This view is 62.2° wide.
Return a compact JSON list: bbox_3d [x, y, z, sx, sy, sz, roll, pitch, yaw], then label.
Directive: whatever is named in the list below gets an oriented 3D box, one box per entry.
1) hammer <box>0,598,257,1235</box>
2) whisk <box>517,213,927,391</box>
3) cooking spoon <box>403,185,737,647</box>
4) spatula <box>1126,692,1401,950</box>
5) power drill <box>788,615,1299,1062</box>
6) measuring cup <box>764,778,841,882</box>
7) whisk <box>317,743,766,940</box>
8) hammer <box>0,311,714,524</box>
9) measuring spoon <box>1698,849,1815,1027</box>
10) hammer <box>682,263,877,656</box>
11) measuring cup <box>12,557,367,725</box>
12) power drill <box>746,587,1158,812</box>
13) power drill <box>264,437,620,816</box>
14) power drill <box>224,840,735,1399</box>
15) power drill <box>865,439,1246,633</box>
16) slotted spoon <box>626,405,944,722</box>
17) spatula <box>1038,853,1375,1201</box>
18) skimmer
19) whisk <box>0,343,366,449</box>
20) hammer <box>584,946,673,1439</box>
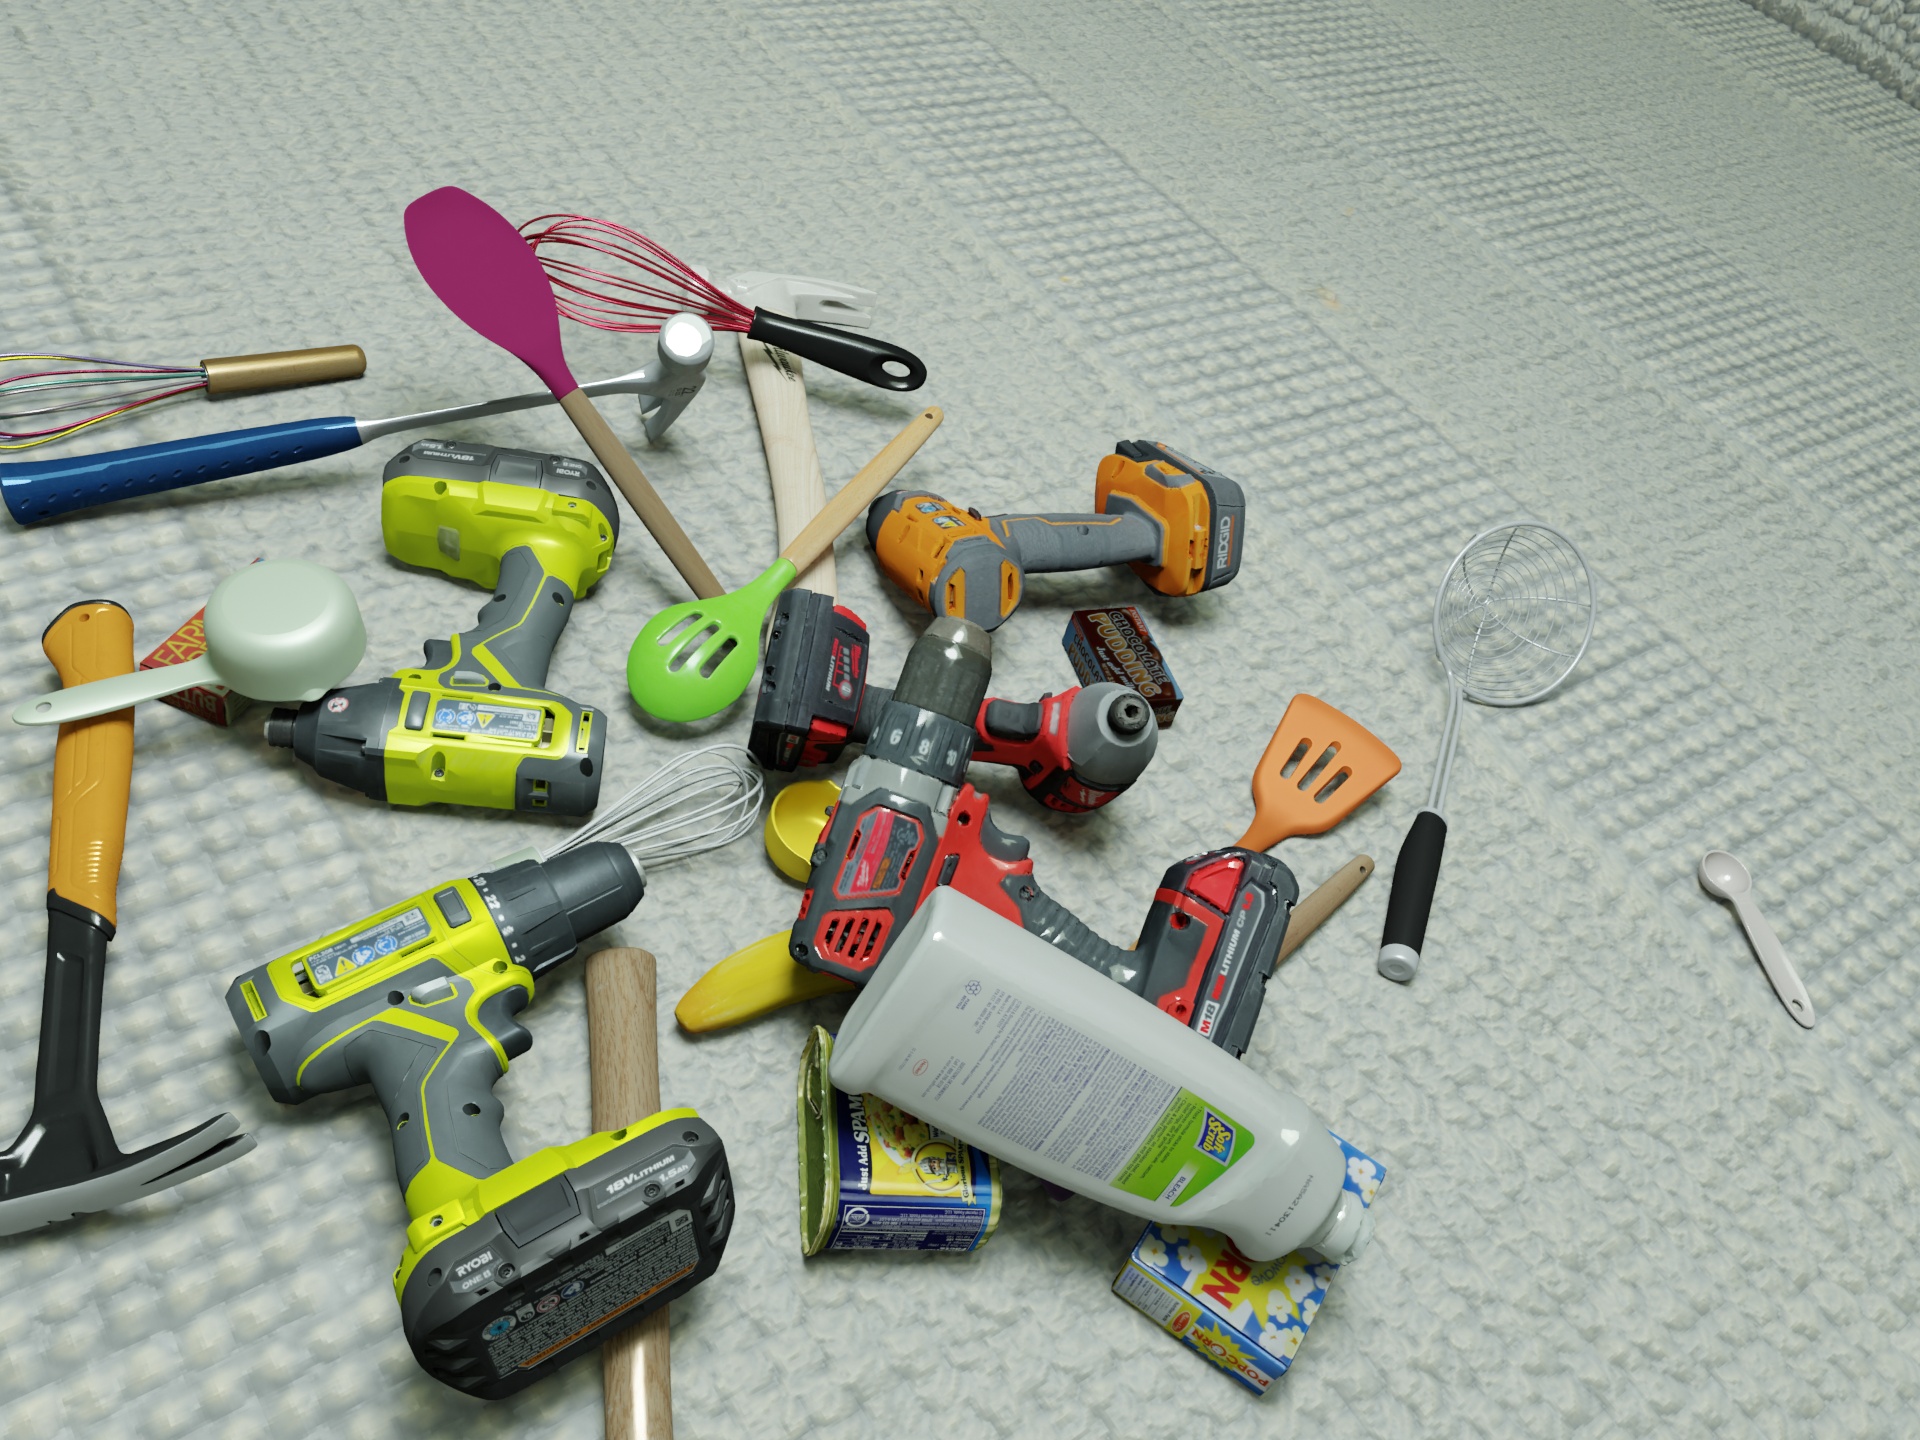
[{"bbox_3d":[-0.403,0.069,0.746,0.127,0.034,0.337,-14,53,-9],"label":"hammer"},{"bbox_3d":[-0.163,-0.280,1.098,0.295,0.073,0.073,15,45,-14],"label":"whisk"},{"bbox_3d":[-0.216,-0.170,0.938,0.069,0.017,0.318,-43,105,-33],"label":"cooking spoon"},{"bbox_3d":[0.148,0.087,0.913,0.081,0.041,0.322,38,47,17],"label":"spatula"},{"bbox_3d":[0.046,0.066,0.786,0.226,0.080,0.188,20,84,-2],"label":"power drill"},{"bbox_3d":[-0.036,0.080,0.887,0.156,0.029,0.062,20,45,-15],"label":"measuring cup"},{"bbox_3d":[-0.208,0.072,0.819,0.246,0.059,0.058,-23,31,-27],"label":"whisk"},{"bbox_3d":[-0.355,-0.176,0.971,0.405,0.144,0.035,-15,85,-18],"label":"hammer"},{"bbox_3d":[0.500,0.138,1.002,0.034,0.018,0.124,-3,56,-20],"label":"measuring spoon"},{"bbox_3d":[-0.106,-0.177,1.087,0.146,0.038,0.411,2,48,-17],"label":"hammer"},{"bbox_3d":[-0.383,-0.036,0.791,0.167,0.038,0.083,-20,55,-27],"label":"measuring cup"},{"bbox_3d":[-0.001,-0.003,0.880,0.219,0.143,0.079,12,74,-8],"label":"power drill"},{"bbox_3d":[-0.279,-0.052,0.893,0.171,0.080,0.223,7,50,-11],"label":"power drill"},{"bbox_3d":[-0.193,0.154,0.697,0.190,0.080,0.229,-25,48,-24],"label":"power drill"},{"bbox_3d":[0.053,-0.126,1.048,0.226,0.084,0.164,-12,30,-23],"label":"power drill"},{"bbox_3d":[-0.095,-0.111,0.983,0.070,0.031,0.314,34,53,6],"label":"slotted spoon"},{"bbox_3d":[0.140,0.150,0.870,0.316,0.018,0.060,-31,90,-38],"label":"spatula"},{"bbox_3d":[0.333,0.013,1.010,0.127,0.090,0.363,45,46,-18],"label":"skimmer"},{"bbox_3d":[-0.497,-0.209,0.998,0.245,0.051,0.047,-17,76,-34],"label":"whisk"},{"bbox_3d":[-0.140,0.243,0.692,0.130,0.031,0.332,1,48,-16],"label":"hammer"}]
